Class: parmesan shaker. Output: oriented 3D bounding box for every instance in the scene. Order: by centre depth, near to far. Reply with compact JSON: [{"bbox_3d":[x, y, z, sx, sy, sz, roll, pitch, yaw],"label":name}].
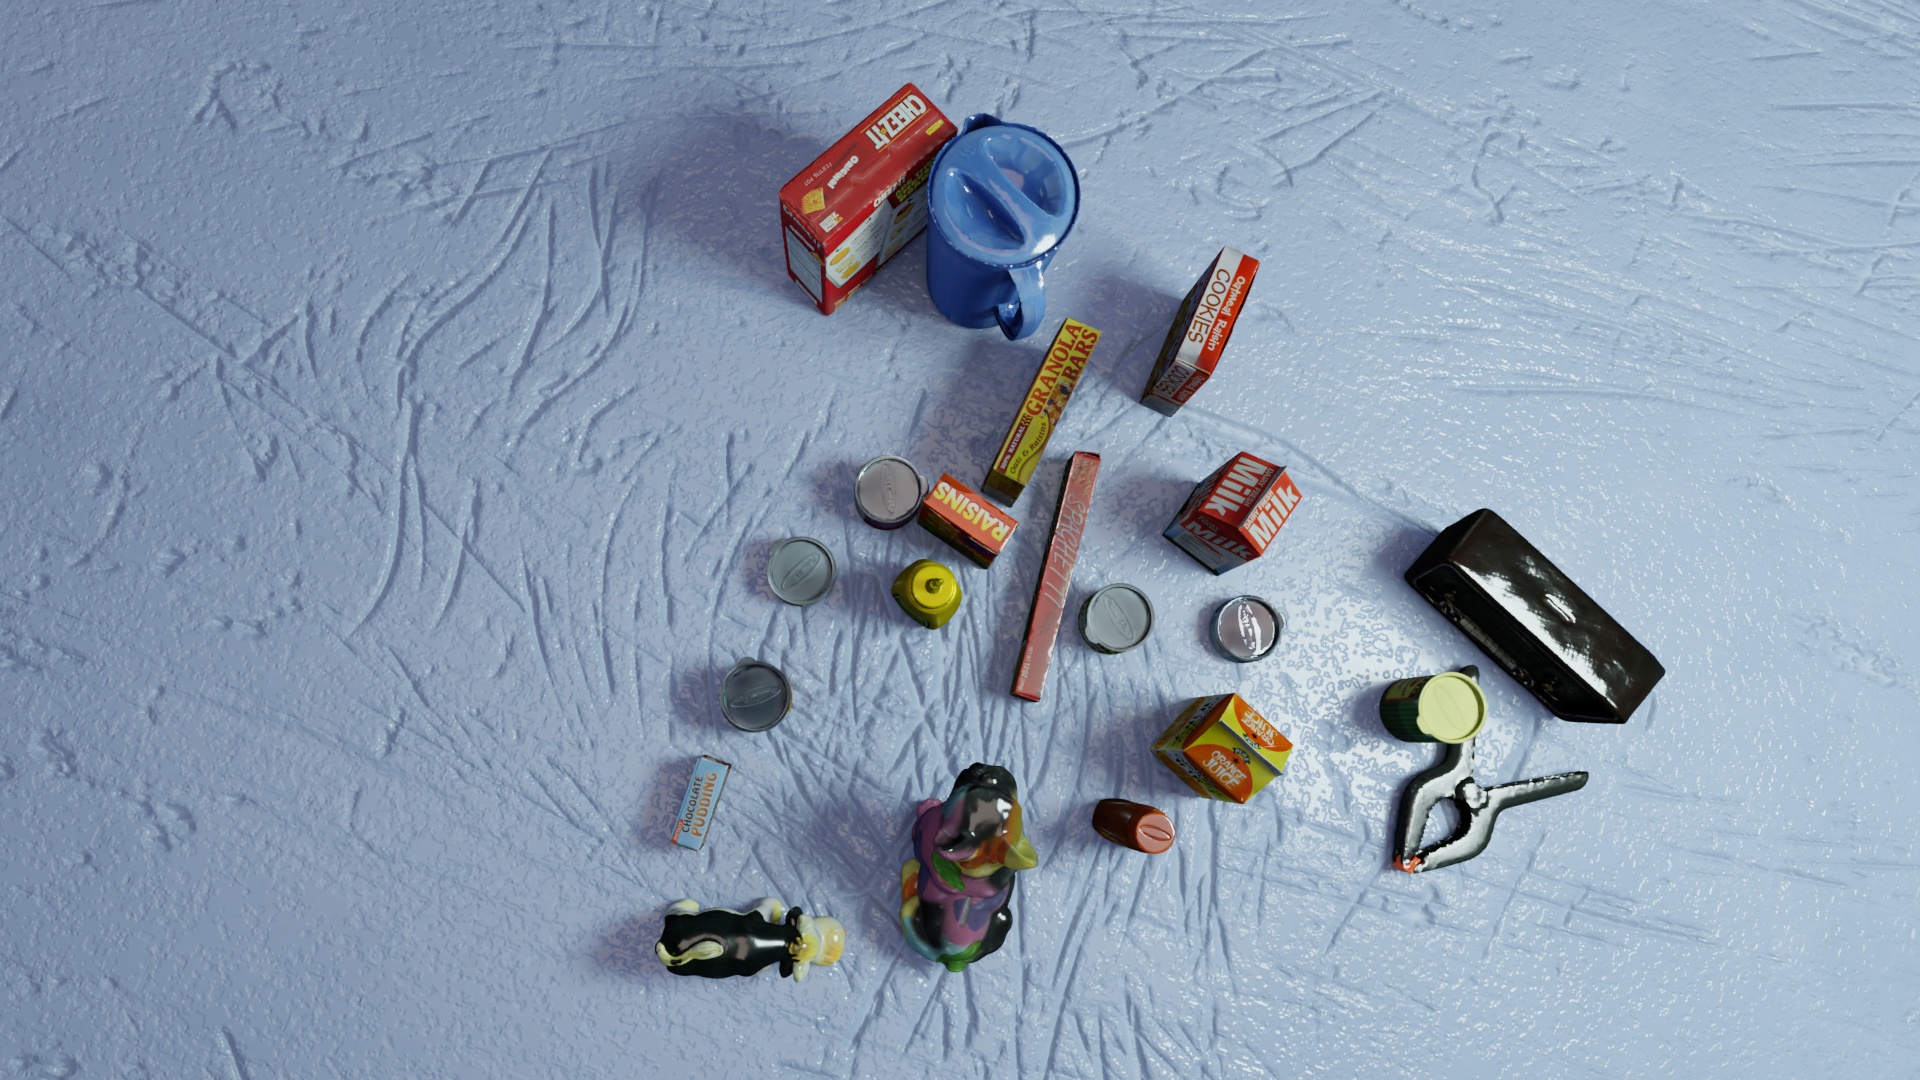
[{"bbox_3d":[0.451,0.164,1.339,0.071,0.103,0.071,1,82,-4],"label":"parmesan shaker"}]

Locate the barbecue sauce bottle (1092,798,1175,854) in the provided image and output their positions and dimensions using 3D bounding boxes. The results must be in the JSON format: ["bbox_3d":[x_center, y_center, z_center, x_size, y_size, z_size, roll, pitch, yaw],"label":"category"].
[{"bbox_3d":[0.163,0.263,1.276,0.065,0.148,0.044,20,81,-1],"label":"barbecue sauce bottle"}]

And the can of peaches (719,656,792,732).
[{"bbox_3d":[-0.193,0.146,1.311,0.071,0.058,0.071,1,81,-5],"label":"can of peaches"}]

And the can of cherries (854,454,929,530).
[{"bbox_3d":[-0.068,-0.045,1.351,0.071,0.058,0.071,1,81,-5],"label":"can of cherries"}]

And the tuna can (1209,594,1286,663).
[{"bbox_3d":[0.284,0.087,1.373,0.071,0.032,0.071,1,81,-5],"label":"tuna can"}]

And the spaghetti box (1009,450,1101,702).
[{"bbox_3d":[0.093,0.034,1.356,0.029,0.050,0.250,15,80,-2],"label":"spaghetti box"}]

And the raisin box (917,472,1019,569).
[{"bbox_3d":[0.005,-0.017,1.320,0.086,0.123,0.040,35,81,1],"label":"raisin box"}]

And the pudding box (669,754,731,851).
[{"bbox_3d":[-0.242,0.244,1.296,0.030,0.049,0.084,18,80,-2],"label":"pudding box"}]

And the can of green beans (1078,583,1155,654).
[{"bbox_3d":[0.151,0.077,1.351,0.071,0.057,0.071,1,81,-5],"label":"can of green beans"}]

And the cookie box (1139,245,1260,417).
[{"bbox_3d":[0.229,-0.198,1.345,0.040,0.167,0.123,24,80,-1],"label":"cookie box"}]

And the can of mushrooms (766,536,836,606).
[{"bbox_3d":[-0.155,0.029,1.345,0.071,0.033,0.071,1,81,-5],"label":"can of mushrooms"}]

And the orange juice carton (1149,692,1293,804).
[{"bbox_3d":[0.241,0.189,1.272,0.072,0.192,0.073,43,81,2],"label":"orange juice carton"}]

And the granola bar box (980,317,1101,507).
[{"bbox_3d":[0.075,-0.122,1.342,0.039,0.124,0.166,26,80,0],"label":"granola bar box"}]

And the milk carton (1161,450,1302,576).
[{"bbox_3d":[0.259,-0.026,1.308,0.073,0.190,0.072,37,81,1],"label":"milk carton"}]

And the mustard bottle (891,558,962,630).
[{"bbox_3d":[-0.030,0.047,1.288,0.065,0.160,0.049,42,81,2],"label":"mustard bottle"}]
